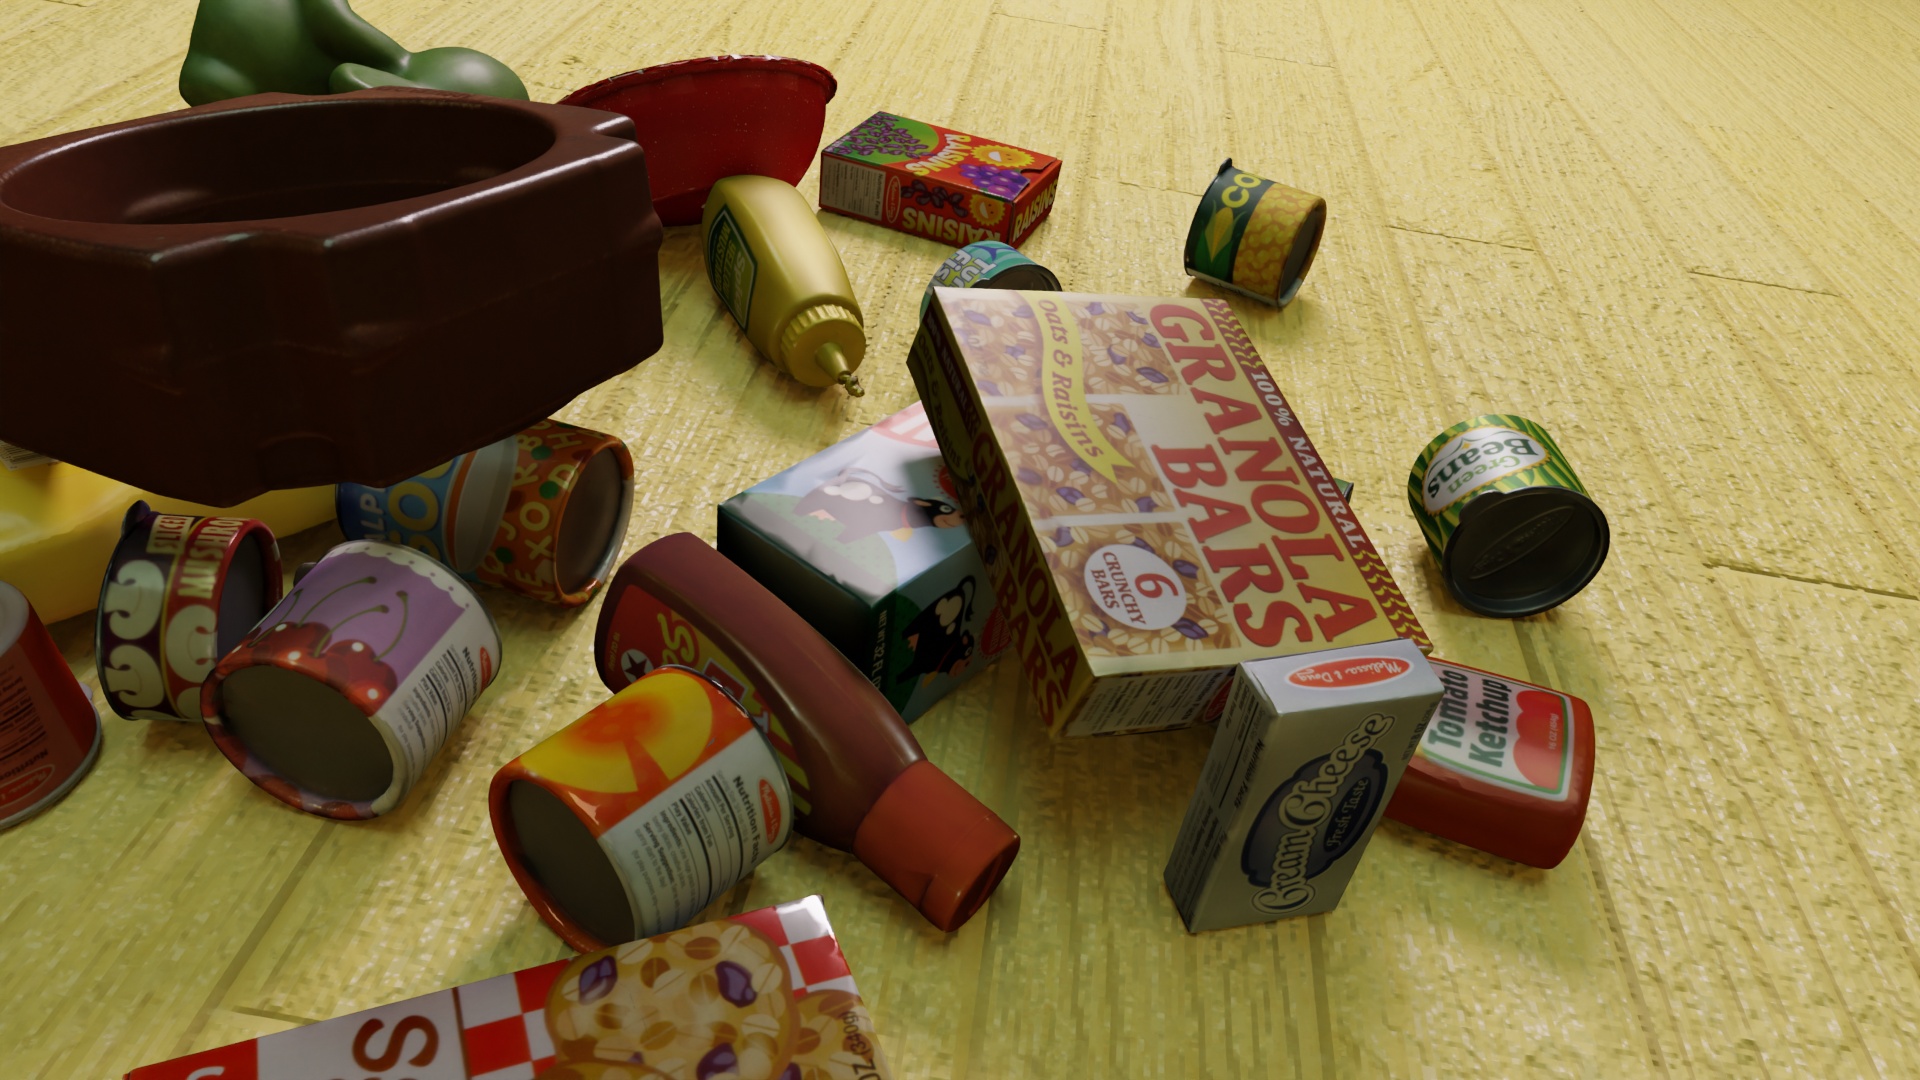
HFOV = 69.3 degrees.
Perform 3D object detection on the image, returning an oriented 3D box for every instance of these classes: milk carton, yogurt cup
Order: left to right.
[{"bbox_3d":[-0.298,0.047,0.409,0.072,0.053,0.073,5,37,-4],"label":"yogurt cup"},{"bbox_3d":[0.002,-0.007,0.525,0.073,0.072,0.191,31,41,27],"label":"milk carton"}]

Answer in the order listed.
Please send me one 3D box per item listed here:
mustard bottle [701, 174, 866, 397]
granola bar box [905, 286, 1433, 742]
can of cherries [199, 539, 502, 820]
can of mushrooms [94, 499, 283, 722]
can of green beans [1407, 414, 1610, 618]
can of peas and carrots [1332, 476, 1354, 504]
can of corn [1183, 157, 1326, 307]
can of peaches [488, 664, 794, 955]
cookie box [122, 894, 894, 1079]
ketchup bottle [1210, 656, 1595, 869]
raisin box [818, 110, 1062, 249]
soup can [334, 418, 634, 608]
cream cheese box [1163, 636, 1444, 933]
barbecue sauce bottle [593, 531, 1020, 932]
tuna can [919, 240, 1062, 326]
[{"bbox_3d":[-0.081,-0.118,0.670,0.049,0.065,0.161,-7,42,-27],"label":"mustard bottle"},{"bbox_3d":[0.064,-0.015,0.469,0.124,0.038,0.166,-2,51,-24],"label":"granola bar box"},{"bbox_3d":[-0.188,0.042,0.426,0.071,0.071,0.059,13,37,6],"label":"can of cherries"},{"bbox_3d":[-0.242,0.022,0.439,0.033,0.070,0.071,4,36,-9],"label":"can of mushrooms"},{"bbox_3d":[0.226,-0.011,0.580,0.071,0.071,0.058,5,36,-4],"label":"can of green beans"},{"bbox_3d":[0.116,-0.001,0.546,0.059,0.070,0.071,20,37,16],"label":"can of peas and carrots"},{"bbox_3d":[0.168,-0.174,0.787,0.058,0.070,0.071,26,39,21],"label":"can of corn"},{"bbox_3d":[-0.093,0.078,0.398,0.071,0.070,0.058,29,41,26],"label":"can of peaches"},{"bbox_3d":[-0.093,0.156,0.311,0.168,0.040,0.123,-9,39,-22],"label":"cookie box"},{"bbox_3d":[0.137,0.062,0.482,0.149,0.043,0.065,17,43,12],"label":"ketchup bottle"},{"bbox_3d":[-0.012,-0.217,0.837,0.123,0.039,0.086,19,36,13],"label":"raisin box"},{"bbox_3d":[-0.172,-0.017,0.507,0.084,0.071,0.072,15,36,8],"label":"soup can"},{"bbox_3d":[0.097,0.074,0.408,0.053,0.103,0.024,-5,42,-16],"label":"cream cheese box"},{"bbox_3d":[-0.049,0.061,0.435,0.149,0.064,0.044,35,39,20],"label":"barbecue sauce bottle"},{"bbox_3d":[0.013,-0.110,0.671,0.071,0.070,0.033,-19,42,-32],"label":"tuna can"}]
